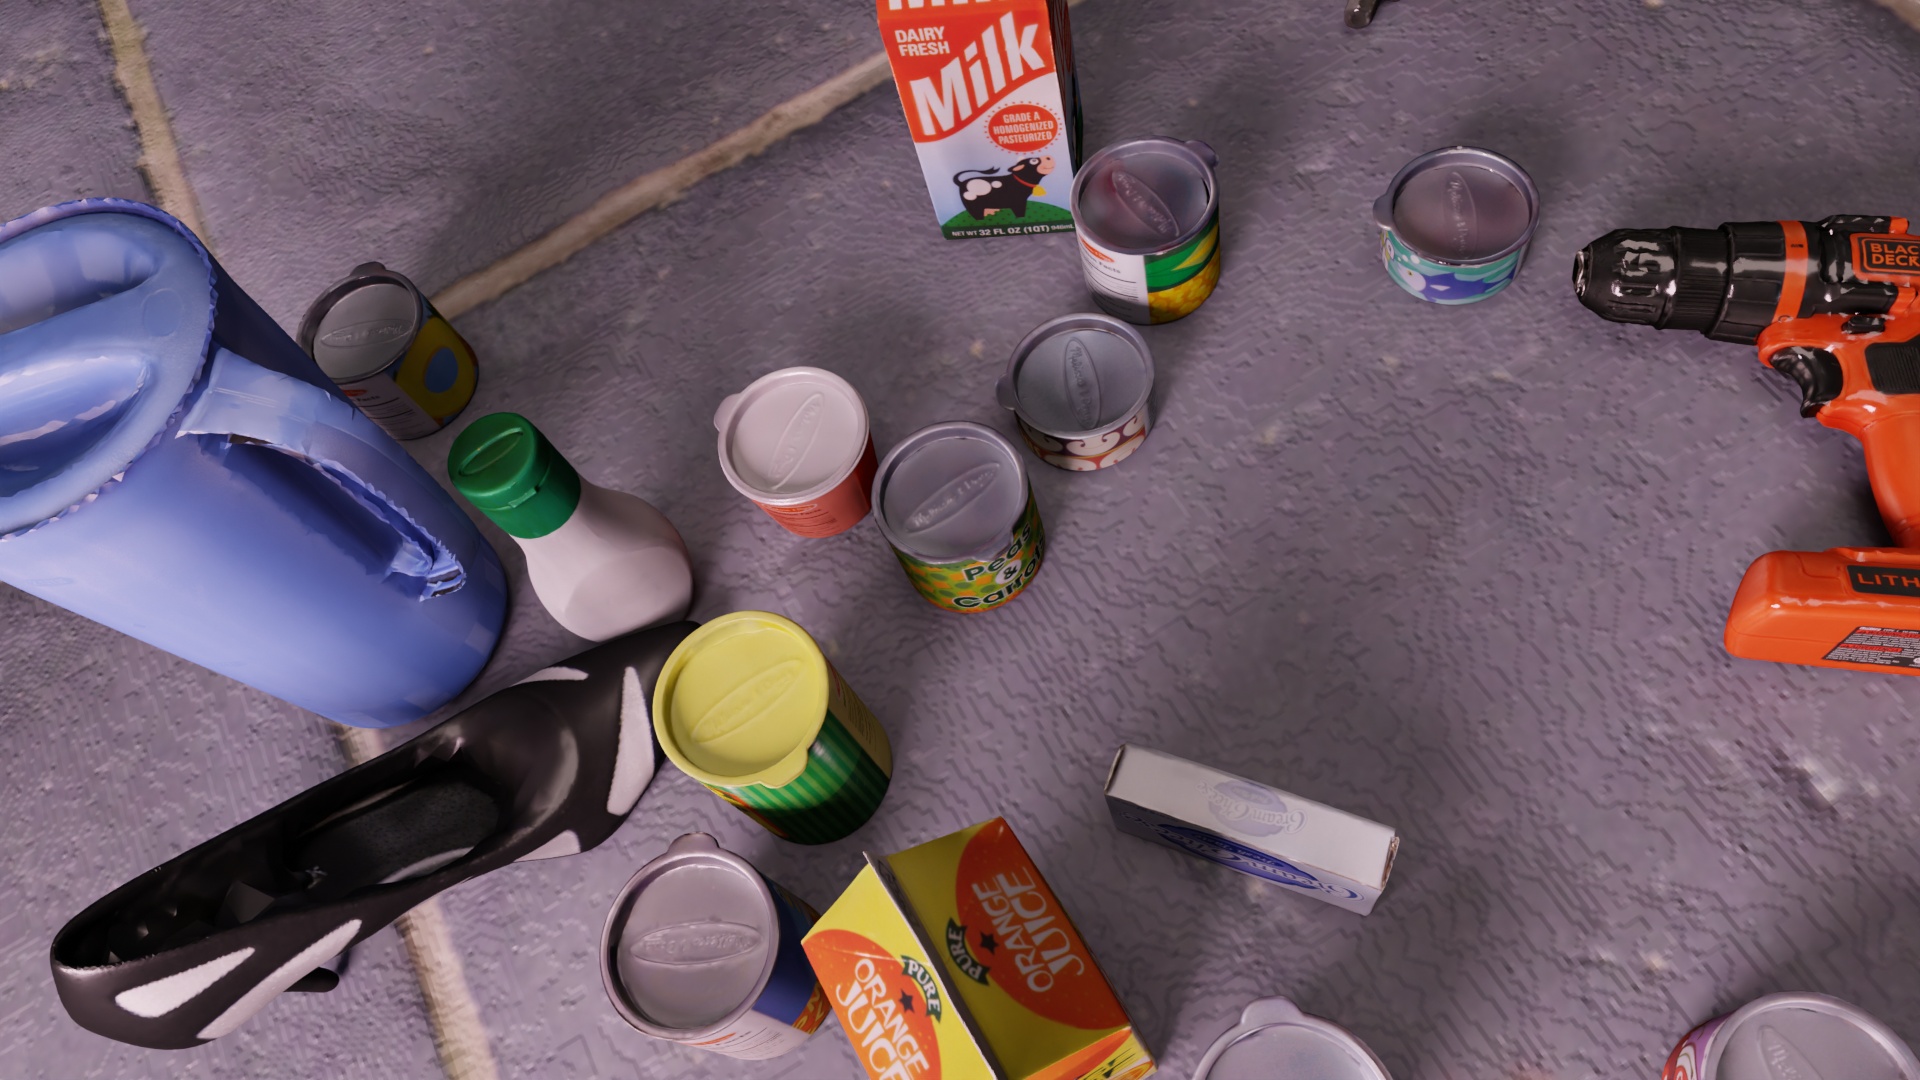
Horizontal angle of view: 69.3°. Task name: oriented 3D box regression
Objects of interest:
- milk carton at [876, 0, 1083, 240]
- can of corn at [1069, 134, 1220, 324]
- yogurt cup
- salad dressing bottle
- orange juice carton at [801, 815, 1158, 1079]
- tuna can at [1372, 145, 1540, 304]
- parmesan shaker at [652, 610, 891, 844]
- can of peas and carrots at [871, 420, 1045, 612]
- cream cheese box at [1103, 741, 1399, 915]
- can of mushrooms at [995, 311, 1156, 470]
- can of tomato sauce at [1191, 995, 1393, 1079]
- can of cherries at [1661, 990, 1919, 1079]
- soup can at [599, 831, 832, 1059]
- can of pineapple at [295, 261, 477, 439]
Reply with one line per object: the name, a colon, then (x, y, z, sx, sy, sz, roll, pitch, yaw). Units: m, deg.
milk carton: (0.011, -0.222, 0.621, 0.072, 0.190, 0.074, -2, 65, 11)
can of corn: (0.089, -0.144, 0.642, 0.071, 0.058, 0.071, -4, 64, 9)
yogurt cup: (-0.069, -0.036, 0.625, 0.072, 0.053, 0.072, -4, 64, 9)
salad dressing bottle: (-0.158, -0.002, 0.574, 0.064, 0.147, 0.044, -36, 63, -6)
orange juice carton: (0.010, 0.148, 0.443, 0.073, 0.192, 0.072, -32, 63, -4)
tuna can: (0.222, -0.142, 0.629, 0.071, 0.032, 0.071, -4, 64, 9)
parmesan shaker: (-0.068, 0.079, 0.543, 0.071, 0.102, 0.071, -5, 64, 10)
can of peas and carrots: (0.002, -0.007, 0.594, 0.071, 0.058, 0.071, -4, 64, 9)
cream cheese box: (0.108, 0.108, 0.521, 0.104, 0.053, 0.024, 16, 70, 18)
can of mushrooms: (0.053, -0.067, 0.627, 0.071, 0.033, 0.071, -4, 64, 9)
can of tomato sauce: (0.109, 0.194, 0.463, 0.071, 0.082, 0.071, -5, 64, 10)
can of cherries: (0.266, 0.184, 0.449, 0.071, 0.058, 0.072, -4, 64, 9)
soup can: (-0.087, 0.154, 0.521, 0.071, 0.083, 0.071, -5, 64, 10)
can of pineapple: (-0.284, -0.094, 0.694, 0.071, 0.057, 0.071, -4, 64, 9)
